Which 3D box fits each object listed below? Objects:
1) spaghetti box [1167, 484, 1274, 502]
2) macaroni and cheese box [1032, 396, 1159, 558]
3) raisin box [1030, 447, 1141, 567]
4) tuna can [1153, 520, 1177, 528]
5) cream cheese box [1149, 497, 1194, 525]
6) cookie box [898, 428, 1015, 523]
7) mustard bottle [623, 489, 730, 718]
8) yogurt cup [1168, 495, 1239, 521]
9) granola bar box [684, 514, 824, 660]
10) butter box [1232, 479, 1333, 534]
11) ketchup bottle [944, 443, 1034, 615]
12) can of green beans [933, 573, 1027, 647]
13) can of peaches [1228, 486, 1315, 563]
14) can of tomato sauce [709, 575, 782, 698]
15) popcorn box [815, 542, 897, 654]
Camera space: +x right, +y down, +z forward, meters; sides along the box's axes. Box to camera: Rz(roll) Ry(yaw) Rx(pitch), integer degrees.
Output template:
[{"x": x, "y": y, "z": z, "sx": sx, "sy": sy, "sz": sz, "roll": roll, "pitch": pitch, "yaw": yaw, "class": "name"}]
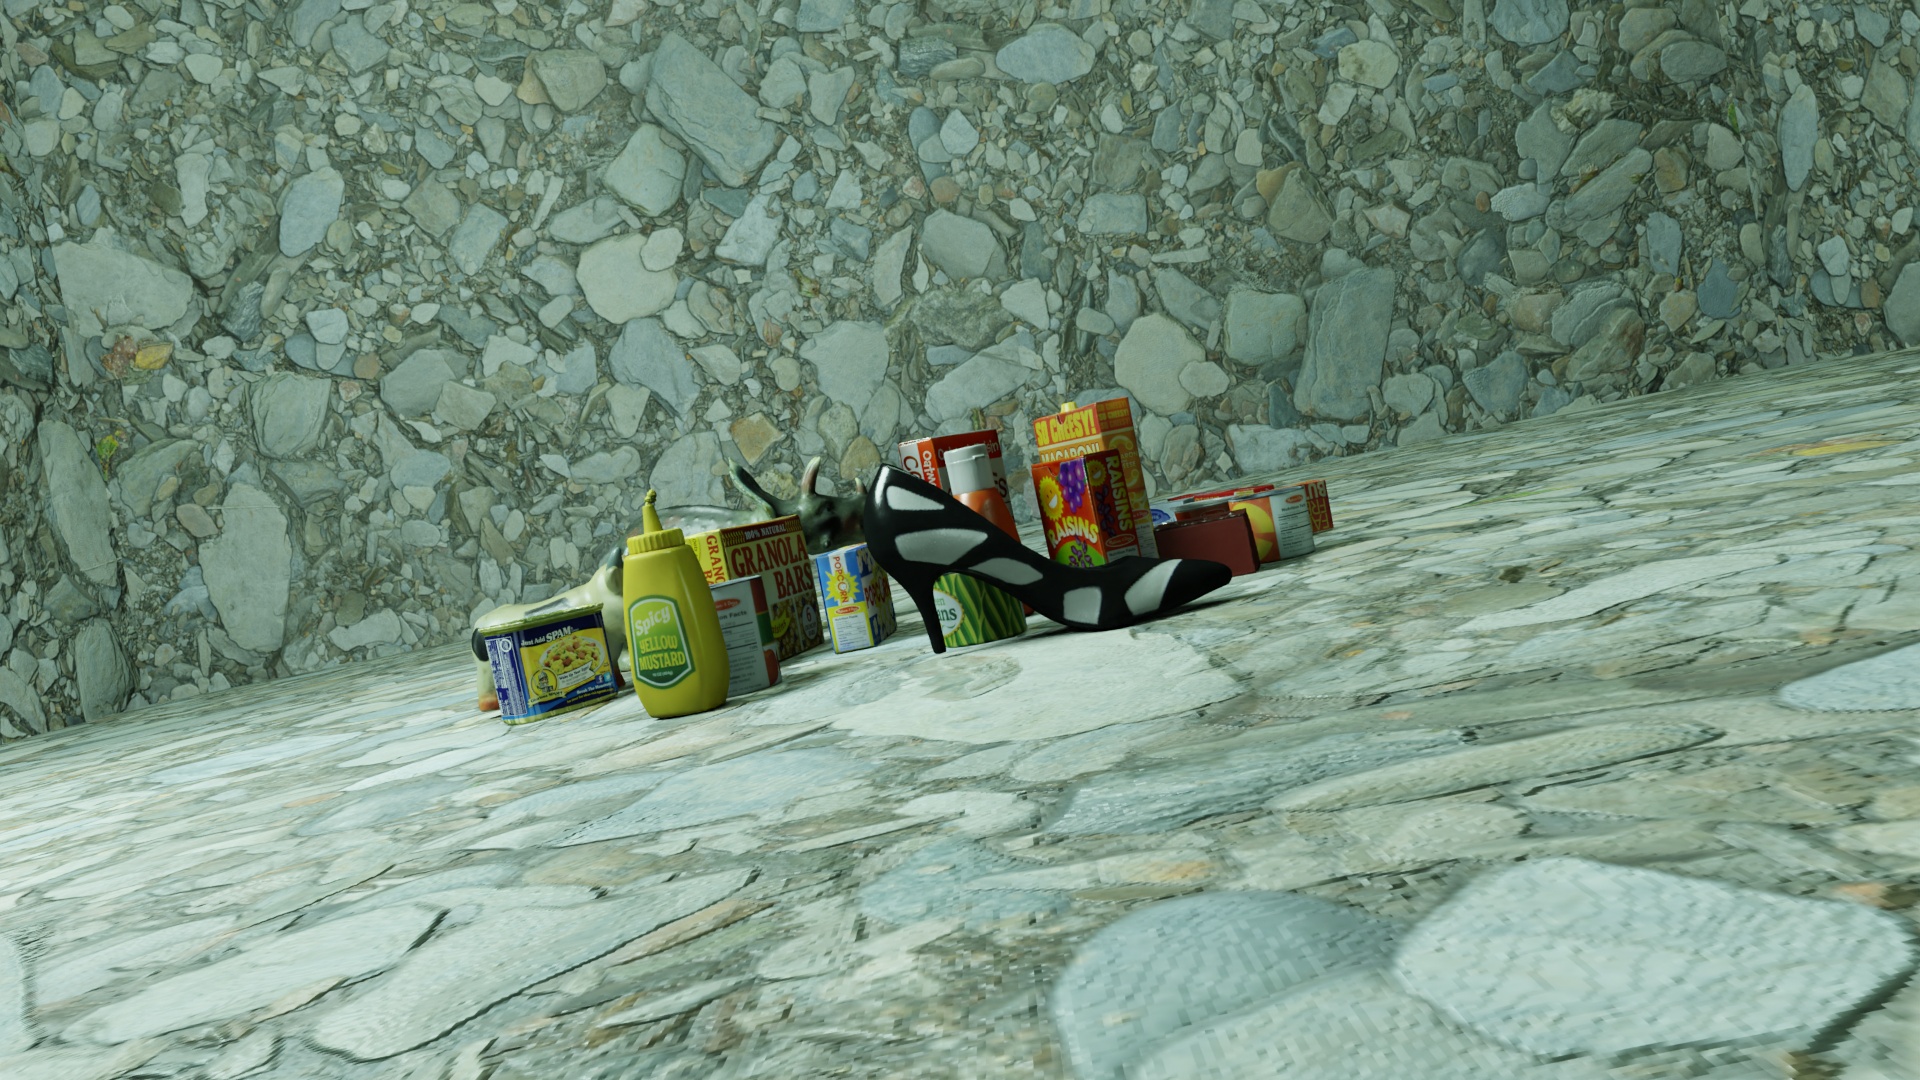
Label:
[{"x": 0.309, "y": -0.034, "z": 1.651, "sx": 0.029, "sy": 0.050, "sz": 0.250, "roll": -12, "pitch": 2, "yaw": -14, "class": "spaghetti box"}, {"x": 0.124, "y": -0.040, "z": 1.278, "sx": 0.040, "sy": 0.166, "sz": 0.123, "roll": -13, "pitch": 2, "yaw": -24, "class": "macaroni and cheese box"}, {"x": 0.105, "y": -0.010, "z": 1.152, "sx": 0.040, "sy": 0.123, "sz": 0.086, "roll": -13, "pitch": 2, "yaw": -27, "class": "raisin box"}, {"x": 0.216, "y": 0.000, "z": 1.513, "sx": 0.071, "sy": 0.033, "sz": 0.071, "roll": -12, "pitch": 2, "yaw": 0, "class": "tuna can"}, {"x": 0.226, "y": -0.016, "z": 1.588, "sx": 0.024, "sy": 0.053, "sz": 0.103, "roll": -13, "pitch": 3, "yaw": -42, "class": "cream cheese box"}, {"x": 0.005, "y": -0.016, "z": 1.279, "sx": 0.040, "sy": 0.167, "sz": 0.123, "roll": -11, "pitch": 2, "yaw": 30, "class": "cookie box"}, {"x": -0.208, "y": 0.043, "z": 0.981, "sx": 0.065, "sy": 0.160, "sz": 0.049, "roll": -11, "pitch": 2, "yaw": 18, "class": "mustard bottle"}, {"x": 0.250, "y": -0.013, "z": 1.384, "sx": 0.072, "sy": 0.054, "sz": 0.072, "roll": -12, "pitch": 2, "yaw": 0, "class": "yogurt cup"}, {"x": -0.178, "y": 0.046, "z": 1.227, "sx": 0.039, "sy": 0.124, "sz": 0.166, "roll": -11, "pitch": 2, "yaw": 17, "class": "granola bar box"}, {"x": 0.317, "y": -0.026, "z": 1.364, "sx": 0.104, "sy": 0.053, "sz": 0.024, "roll": -13, "pitch": 2, "yaw": -27, "class": "butter box"}, {"x": 0.019, "y": -0.005, "z": 1.160, "sx": 0.065, "sy": 0.148, "sz": 0.043, "roll": -13, "pitch": 2, "yaw": -33, "class": "ketchup bottle"}, {"x": 0.014, "y": 0.047, "z": 1.058, "sx": 0.071, "sy": 0.058, "sz": 0.071, "roll": -12, "pitch": 2, "yaw": 0, "class": "can of green beans"}, {"x": 0.271, "y": -0.013, "z": 1.215, "sx": 0.071, "sy": 0.058, "sz": 0.071, "roll": -12, "pitch": 2, "yaw": 0, "class": "can of peaches"}, {"x": -0.175, "y": 0.073, "z": 1.051, "sx": 0.071, "sy": 0.083, "sz": 0.071, "roll": -12, "pitch": 2, "yaw": 0, "class": "can of tomato sauce"}, {"x": -0.090, "y": 0.048, "z": 1.225, "sx": 0.038, "sy": 0.085, "sz": 0.127, "roll": -12, "pitch": 2, "yaw": 7, "class": "popcorn box"}]
